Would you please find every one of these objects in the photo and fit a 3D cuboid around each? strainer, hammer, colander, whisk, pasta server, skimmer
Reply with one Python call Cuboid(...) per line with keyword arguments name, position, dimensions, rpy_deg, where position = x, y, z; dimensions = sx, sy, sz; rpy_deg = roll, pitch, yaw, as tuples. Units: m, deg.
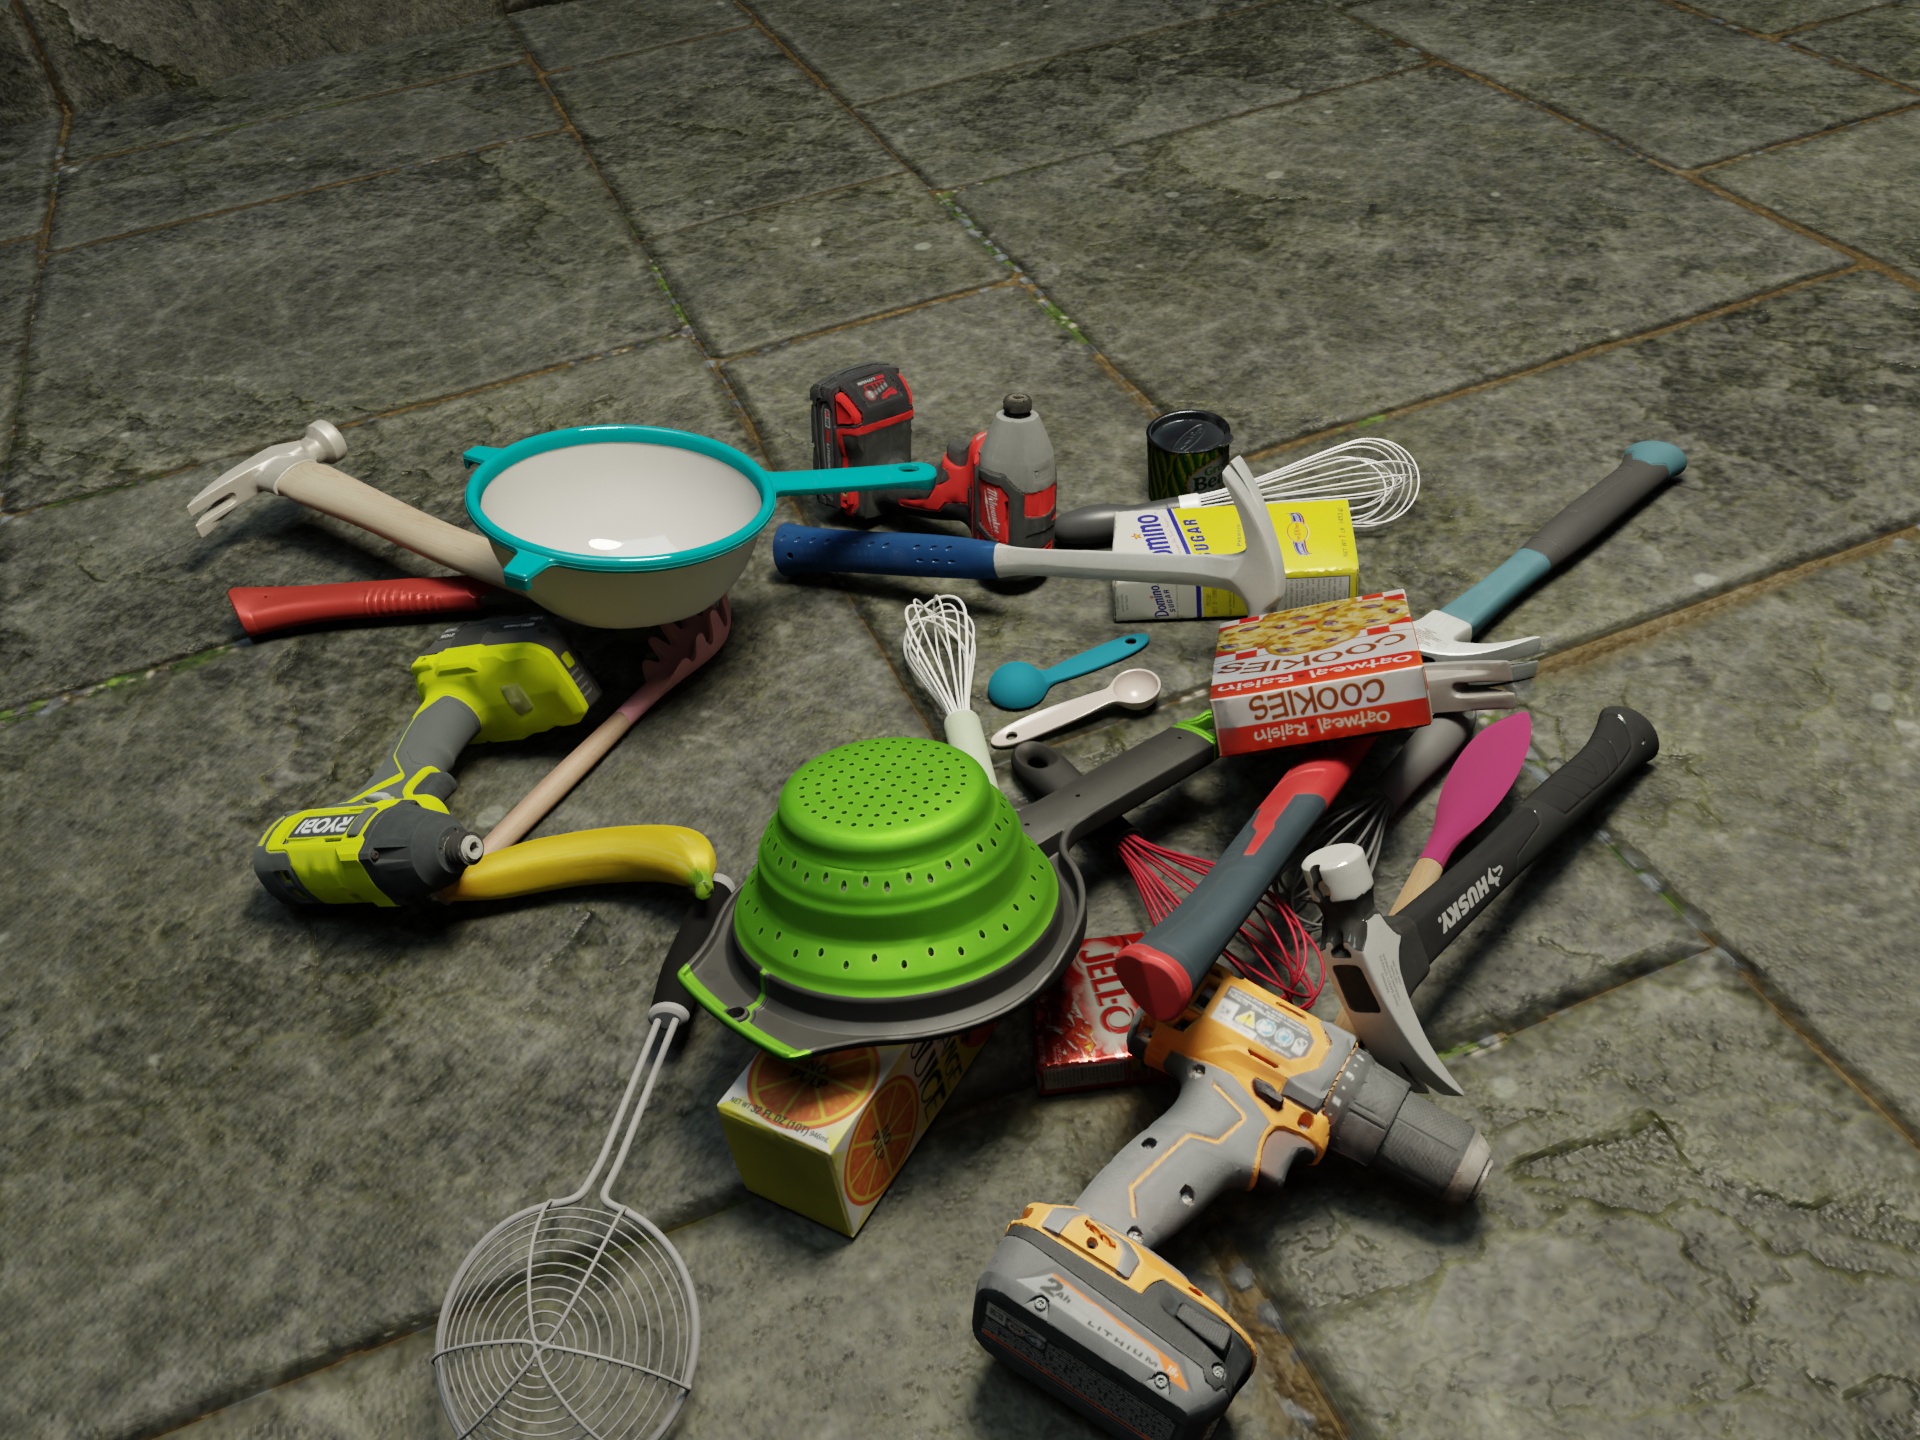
Cuboid(name="strainer", position=(-0.179, -0.133, 1.151), dimensions=(0.340, 0.095, 0.211), rpy_deg=(-8, 37, -22))
Cuboid(name="hammer", position=(0.197, 0.051, 0.883), dimensions=(0.143, 0.038, 0.386), rpy_deg=(-5, 20, 33))
Cuboid(name="colander", position=(0.023, 0.042, 0.890), dimensions=(0.397, 0.094, 0.205), rpy_deg=(-27, 35, -35))
Cuboid(name="whisk", position=(0.111, 0.085, 0.953), dimensions=(0.073, 0.073, 0.296), rpy_deg=(-25, 37, -19))
Cuboid(name="pasta server", position=(-0.258, 0.010, 1.112), dimensions=(0.060, 0.040, 0.316), rpy_deg=(-1, 38, 40))
Cuboid(name="hammer", position=(-0.405, -0.107, 1.274), dimensions=(0.359, 0.036, 0.149), rpy_deg=(-3, 41, 5))
Cuboid(name="whisk", position=(0.260, 0.052, 0.974), dimensions=(0.055, 0.055, 0.239), rpy_deg=(24, 46, 32))
Cuboid(name="whisk", position=(0.210, -0.170, 1.232), dimensions=(0.284, 0.070, 0.070), rpy_deg=(-8, 40, 8))
Cuboid(name="hammer", position=(-0.442, -0.146, 1.270), dimensions=(0.411, 0.038, 0.146), rpy_deg=(22, 50, 29))
Cuboid(name="hammer", position=(0.314, 0.077, 0.899), dimensions=(0.335, 0.146, 0.035), rpy_deg=(-29, 12, -38))
Cuboid(name="skimmer", position=(-0.172, 0.223, 0.858), dimensions=(0.127, 0.090, 0.364), rpy_deg=(3, 31, 6))
Cuboid(name="hammer", position=(0.423, -0.123, 1.156), dimensions=(0.331, 0.033, 0.128), rpy_deg=(-35, 46, -28))
Cuboid(name="hammer", position=(0.038, -0.122, 1.157), dimensions=(0.406, 0.144, 0.035), rpy_deg=(6, 29, 28))
Cuboid(name="whisk", position=(-0.002, -0.003, 1.086), dimensions=(0.059, 0.057, 0.247), rpy_deg=(-37, 40, 20))

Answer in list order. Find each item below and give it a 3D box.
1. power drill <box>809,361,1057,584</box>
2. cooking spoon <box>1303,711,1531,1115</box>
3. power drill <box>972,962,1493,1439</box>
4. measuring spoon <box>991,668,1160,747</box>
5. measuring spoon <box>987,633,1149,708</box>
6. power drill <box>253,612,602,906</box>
Cuboid(name="power drill", position=(-0.016, -0.203, 1.239), dimensions=(0.220, 0.143, 0.078), rpy_deg=(27, 40, 36))
Cuboid(name="cooking spoon", position=(0.261, 0.102, 0.916), dimensions=(0.017, 0.068, 0.319), rpy_deg=(43, 56, -8))
Cuboid(name="power drill", position=(0.132, 0.230, 0.751), dimensions=(0.185, 0.084, 0.226), rpy_deg=(27, 50, 20))
Cuboid(name="measuring spoon", position=(0.080, -0.003, 1.093), dimensions=(0.124, 0.018, 0.034), rpy_deg=(-21, 43, -4))
Cuboid(name="measuring spoon", position=(0.078, -0.044, 1.130), dimensions=(0.128, 0.021, 0.042), rpy_deg=(-22, 42, -16))
Cuboid(name="power drill", position=(-0.340, 0.029, 1.054), dimensions=(0.171, 0.080, 0.223), rpy_deg=(-5, 39, 29))
